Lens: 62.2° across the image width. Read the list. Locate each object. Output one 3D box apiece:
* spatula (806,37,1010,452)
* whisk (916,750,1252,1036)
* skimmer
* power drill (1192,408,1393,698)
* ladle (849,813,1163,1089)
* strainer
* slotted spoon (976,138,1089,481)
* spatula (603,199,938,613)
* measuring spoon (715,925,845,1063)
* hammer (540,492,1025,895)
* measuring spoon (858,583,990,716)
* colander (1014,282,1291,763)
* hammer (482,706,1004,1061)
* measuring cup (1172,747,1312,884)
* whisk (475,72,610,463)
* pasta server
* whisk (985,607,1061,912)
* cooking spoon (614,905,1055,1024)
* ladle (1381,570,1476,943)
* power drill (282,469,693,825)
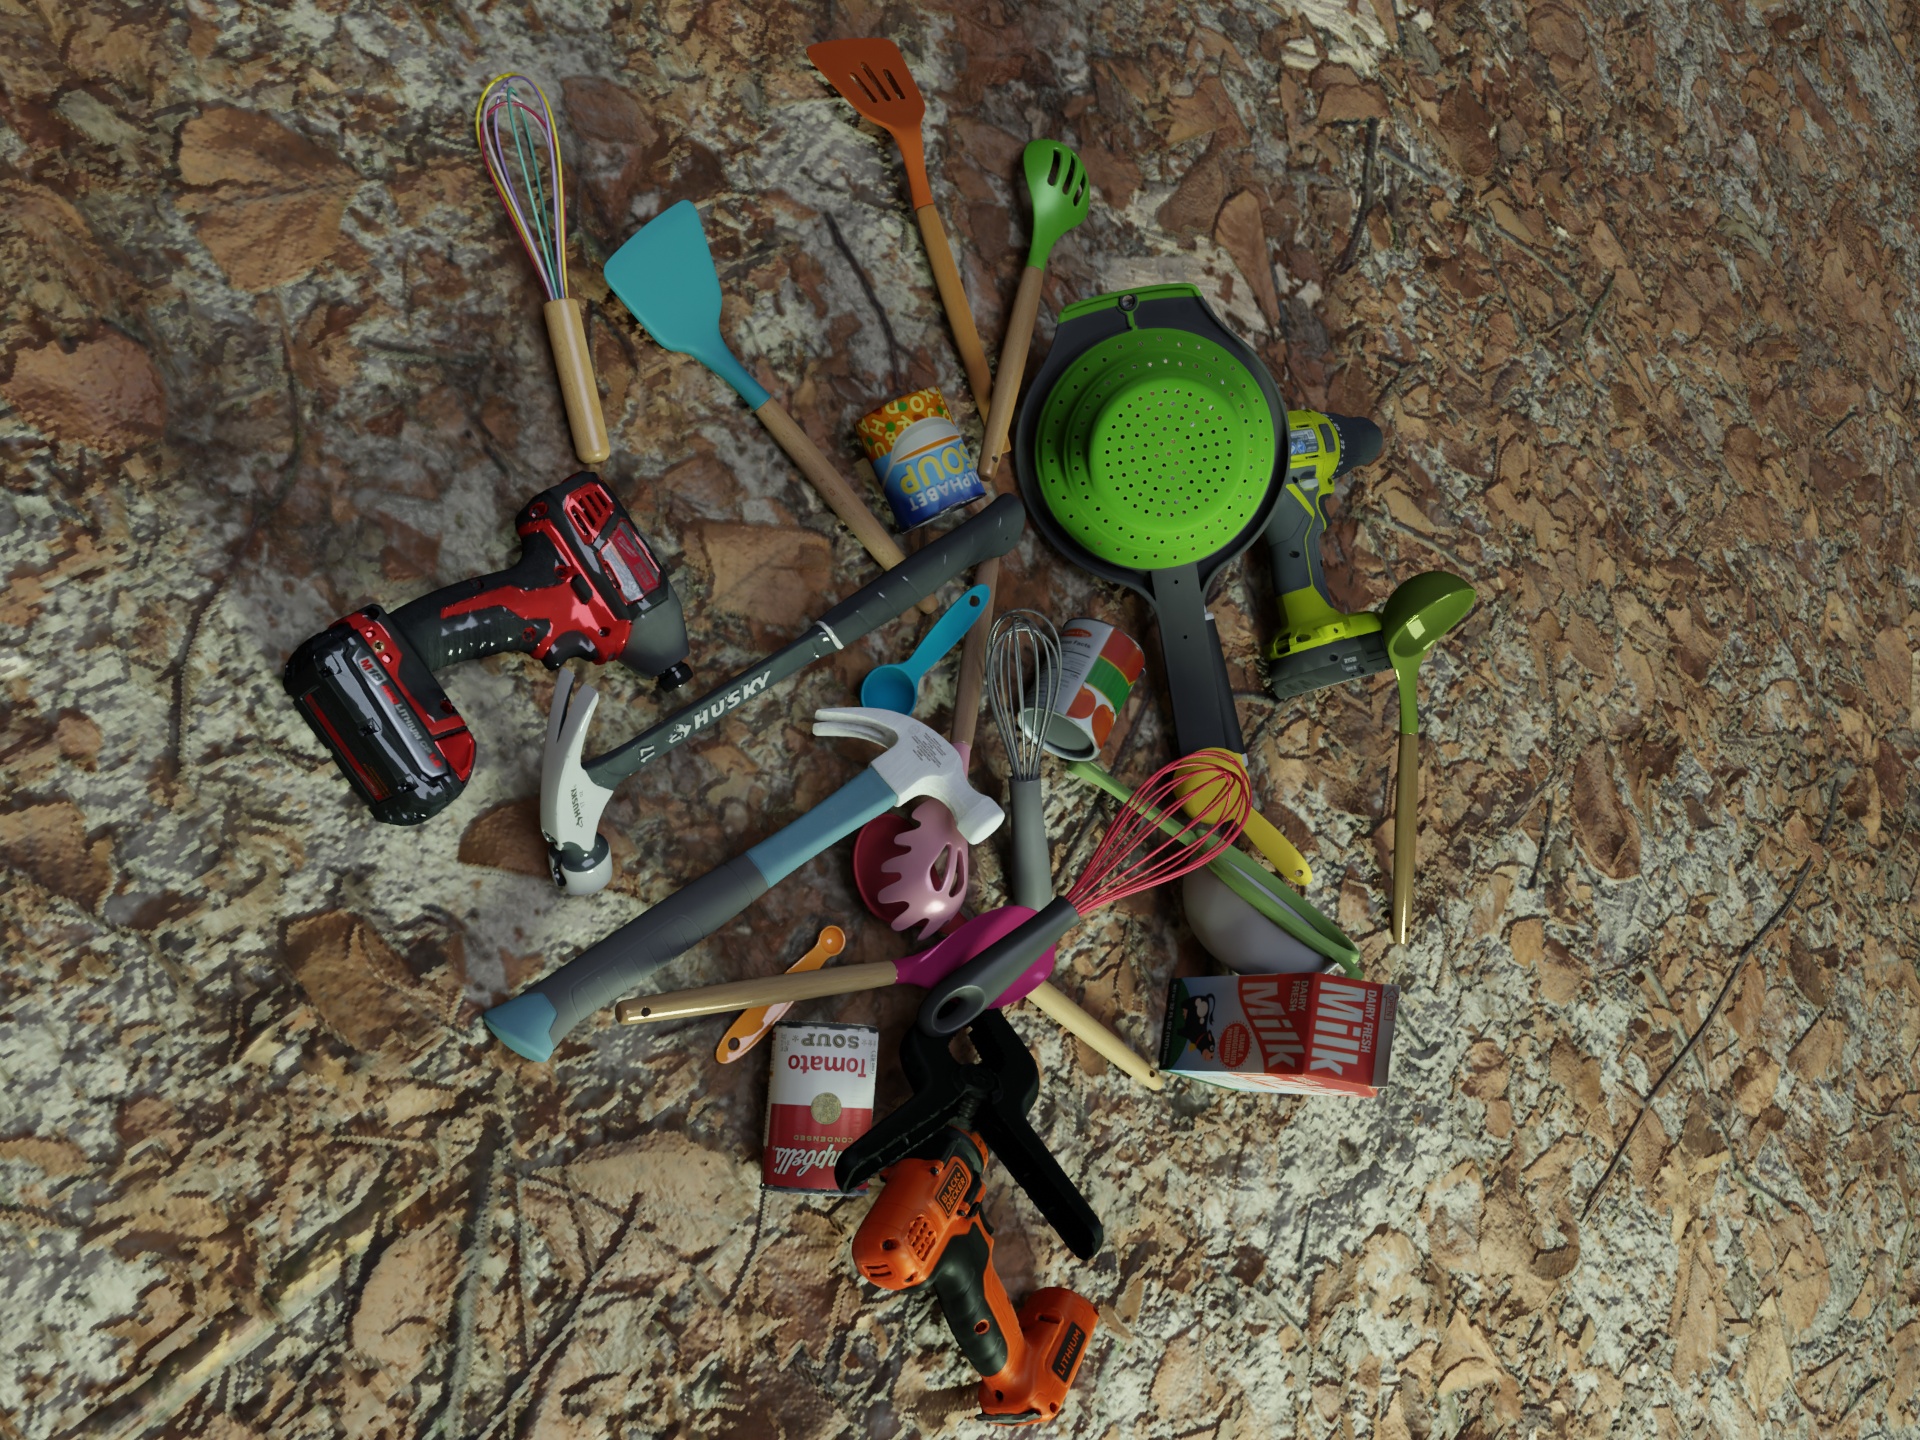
[{"bbox_3d":[-0.023,-0.350,1.168,0.081,0.041,0.322,-23,98,-34],"label":"spatula"},{"bbox_3d":[0.085,0.114,1.060,0.296,0.073,0.073,-36,101,-22],"label":"whisk"},{"bbox_3d":[0.174,-0.138,1.215,0.127,0.090,0.363,-14,91,-5],"label":"skimmer"},{"bbox_3d":[0.299,-0.146,1.307,0.190,0.080,0.228,-13,86,-34],"label":"power drill"},{"bbox_3d":[0.036,0.171,1.105,0.315,0.031,0.069,41,58,-22],"label":"ladle"},{"bbox_3d":[0.172,0.121,1.174,0.256,0.151,0.069,35,98,-3],"label":"strainer"},{"bbox_3d":[0.052,-0.314,1.192,0.070,0.031,0.314,28,64,-32],"label":"slotted spoon"},{"bbox_3d":[-0.113,-0.194,1.066,0.317,0.044,0.082,49,64,-17],"label":"spatula"},{"bbox_3d":[-0.116,0.175,1.017,0.117,0.011,0.021,-46,108,-27],"label":"measuring spoon"},{"bbox_3d":[-0.098,-0.050,1.009,0.036,0.149,0.409,33,50,27],"label":"hammer"},{"bbox_3d":[-0.025,-0.048,1.098,0.128,0.021,0.042,-48,112,-18],"label":"measuring spoon"},{"bbox_3d":[0.158,-0.115,1.156,0.204,0.094,0.397,-11,101,2],"label":"colander"},{"bbox_3d":[-0.136,0.101,0.972,0.331,0.033,0.128,-34,72,-24],"label":"hammer"},{"bbox_3d":[0.223,0.083,1.213,0.156,0.062,0.029,44,17,-22],"label":"measuring cup"},{"bbox_3d":[-0.258,-0.282,0.995,0.047,0.051,0.245,-13,93,-13],"label":"whisk"},{"bbox_3d":[-0.002,-0.003,1.094,0.060,0.040,0.316,28,56,-32],"label":"pasta server"},{"bbox_3d":[0.048,0.041,1.099,0.055,0.055,0.239,-12,106,-34],"label":"whisk"},{"bbox_3d":[-0.065,0.160,0.994,0.318,0.017,0.069,-2,98,-36],"label":"cooking spoon"},{"bbox_3d":[0.365,0.036,1.265,0.078,0.062,0.320,-16,113,-32],"label":"ladle"},{"bbox_3d":[-0.260,-0.039,0.925,0.220,0.078,0.143,-40,104,-35],"label":"power drill"}]
